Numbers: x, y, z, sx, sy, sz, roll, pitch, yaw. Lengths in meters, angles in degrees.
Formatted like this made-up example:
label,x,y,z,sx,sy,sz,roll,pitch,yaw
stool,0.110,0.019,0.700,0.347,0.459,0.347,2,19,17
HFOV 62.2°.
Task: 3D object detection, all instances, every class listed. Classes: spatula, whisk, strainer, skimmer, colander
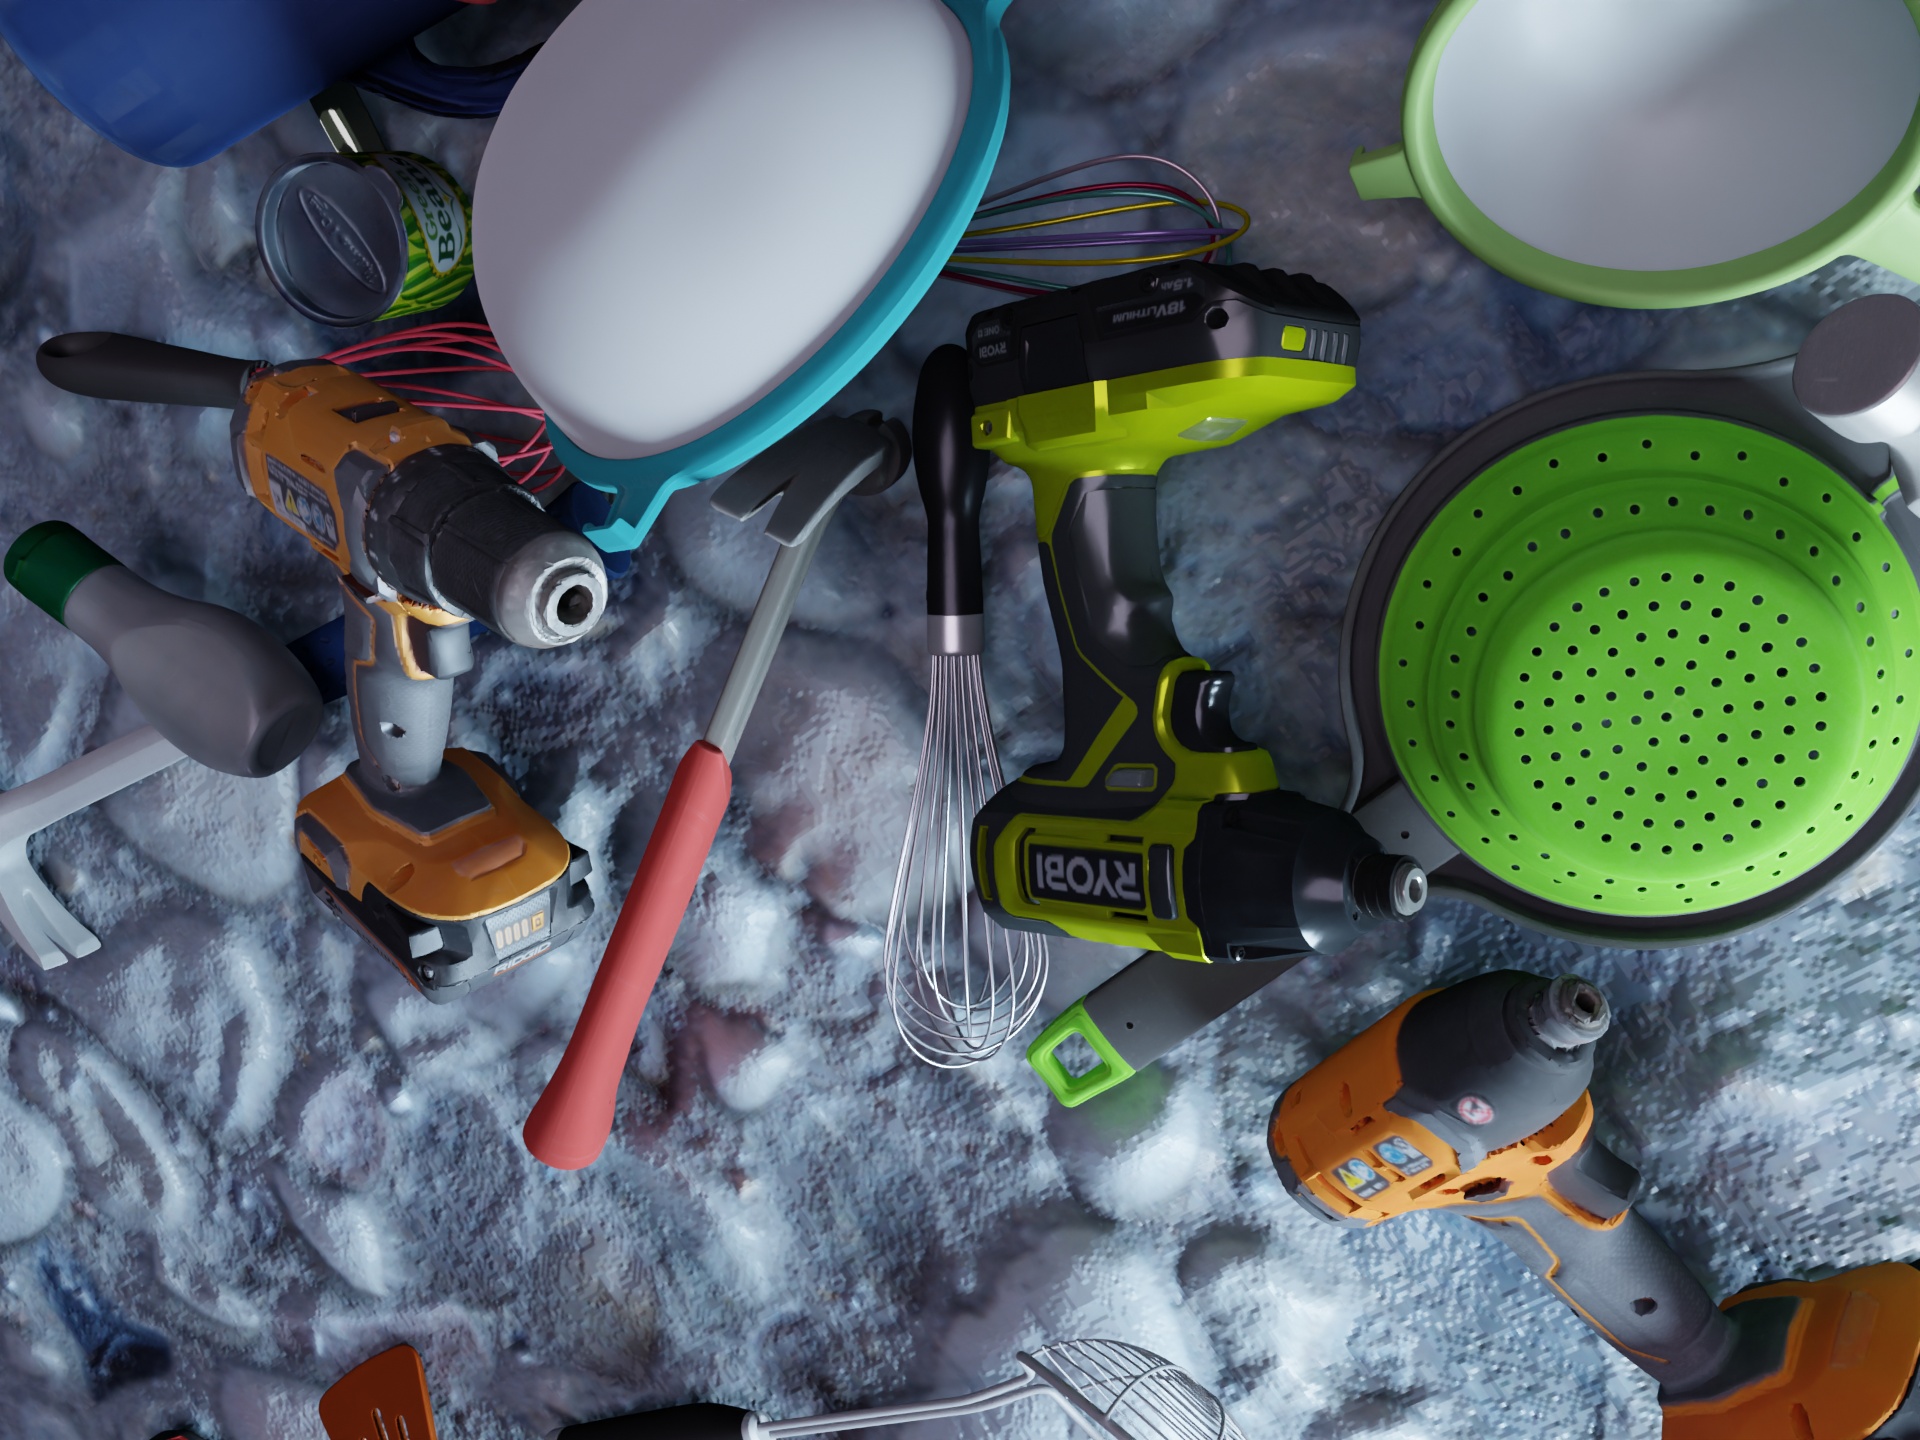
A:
label,x,y,z,sx,sy,sz,roll,pitch,yaw
spatula,-0.216,0.464,0.810,0.081,0.041,0.322,-36,94,22
whisk,-0.013,-0.177,0.596,0.245,0.051,0.047,4,68,21
strainer,-0.047,-0.227,0.507,0.340,0.211,0.095,-42,132,15
whisk,-0.002,-0.002,0.621,0.070,0.070,0.284,1,98,17
strainer,0.263,-0.182,0.488,0.256,0.069,0.151,22,154,-8
skimmer,-0.042,0.330,0.688,0.363,0.090,0.127,-17,128,22
whisk,-0.282,-0.140,0.678,0.296,0.073,0.073,11,105,20
colander,0.168,0.037,0.553,0.397,0.094,0.204,-40,88,21

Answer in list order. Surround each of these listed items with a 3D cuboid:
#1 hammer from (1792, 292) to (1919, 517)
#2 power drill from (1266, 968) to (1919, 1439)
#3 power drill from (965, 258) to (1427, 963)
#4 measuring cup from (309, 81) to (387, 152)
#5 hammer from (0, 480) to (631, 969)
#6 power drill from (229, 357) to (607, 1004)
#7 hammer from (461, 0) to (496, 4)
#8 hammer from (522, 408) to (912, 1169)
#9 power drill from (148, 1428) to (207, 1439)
label,x,y,z,sx,sy,sz,roll,pitch,yaw
hammer,0.298,-0.203,0.419,0.130,0.031,0.331,22,79,-29
power drill,0.232,0.175,0.541,0.226,0.084,0.164,37,145,6
power drill,0.075,-0.032,0.539,0.171,0.080,0.223,0,95,47
measuring cup,-0.269,-0.297,0.654,0.083,0.038,0.167,-16,114,15
hammer,-0.322,-0.005,0.730,0.405,0.035,0.144,-21,95,21
power drill,-0.191,-0.005,0.595,0.185,0.084,0.226,28,129,35
hammer,-0.016,-0.328,0.450,0.386,0.038,0.143,-23,139,12
hammer,-0.113,0.049,0.633,0.037,0.149,0.359,27,115,3
power drill,-0.367,0.466,0.794,0.220,0.143,0.078,30,112,7
